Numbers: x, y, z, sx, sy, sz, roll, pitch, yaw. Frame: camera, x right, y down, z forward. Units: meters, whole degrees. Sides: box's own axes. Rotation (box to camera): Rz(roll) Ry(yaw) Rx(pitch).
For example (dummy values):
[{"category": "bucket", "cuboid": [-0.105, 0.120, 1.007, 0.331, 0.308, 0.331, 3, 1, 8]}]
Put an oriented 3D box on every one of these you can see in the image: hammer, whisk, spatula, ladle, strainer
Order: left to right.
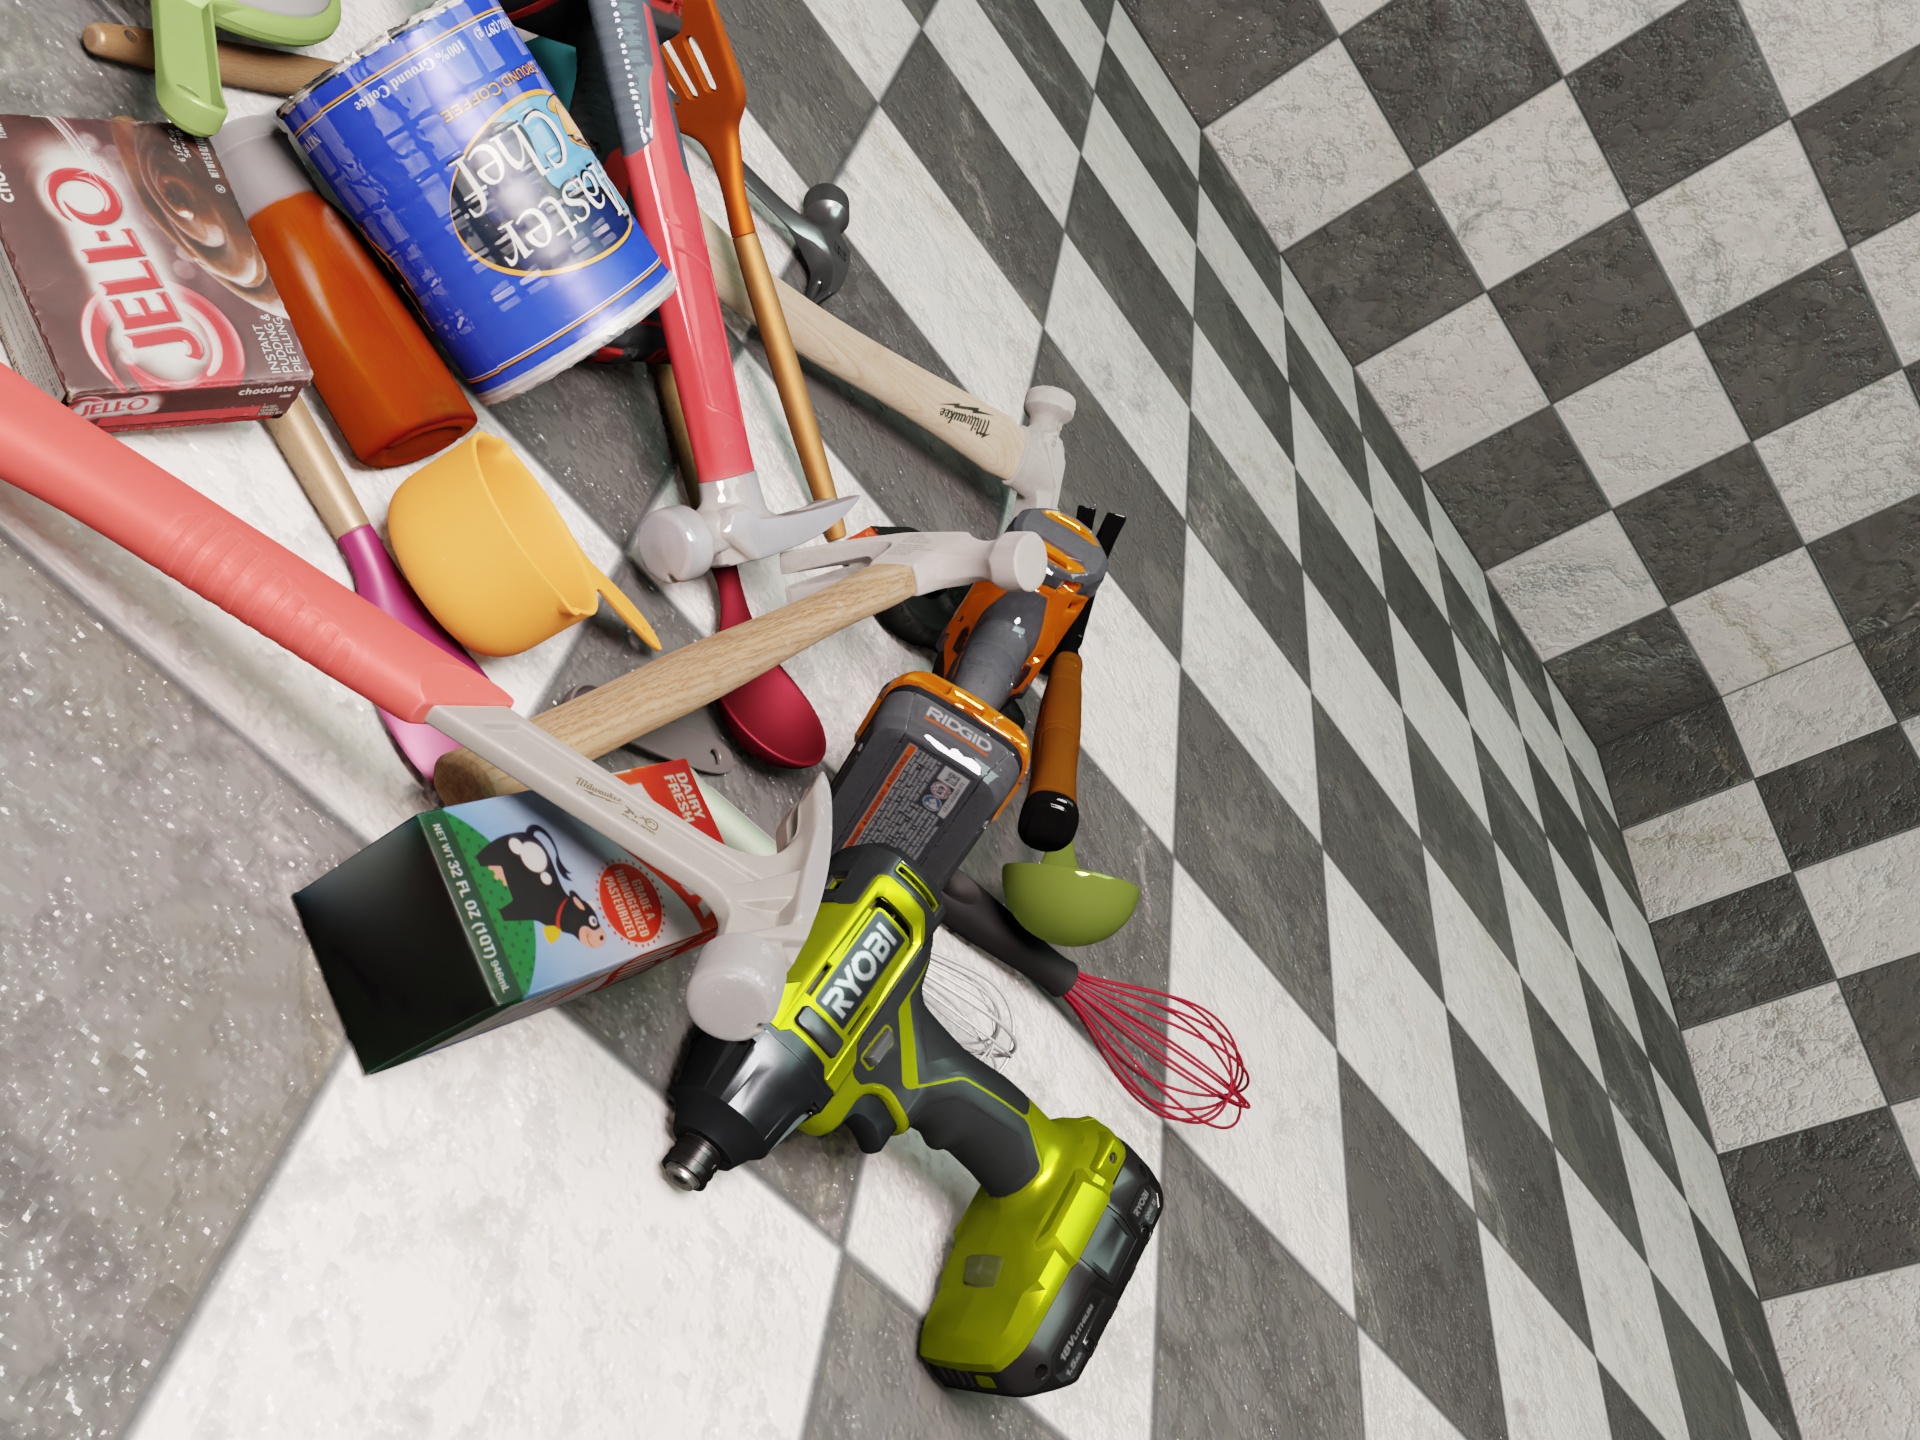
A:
[{"category": "strainer", "cuboid": [-0.307, -0.329, 0.649, 0.151, 0.069, 0.257, 20, 35, -43]}, {"category": "hammer", "cuboid": [-0.200, -0.028, 0.547, 0.359, 0.036, 0.149, 35, 23, -14]}, {"category": "spatula", "cuboid": [-0.279, -0.315, 0.777, 0.317, 0.044, 0.082, -30, 97, -62]}, {"category": "hammer", "cuboid": [-0.208, -0.413, 0.998, 0.405, 0.035, 0.144, 38, 35, -39]}, {"category": "hammer", "cuboid": [-0.139, -0.271, 0.787, 0.143, 0.038, 0.386, -29, 112, -52]}, {"category": "ladle", "cuboid": [-0.135, -0.110, 0.858, 0.069, 0.031, 0.316, 12, 53, -51]}, {"category": "hammer", "cuboid": [-0.100, -0.032, 0.726, 0.331, 0.130, 0.031, -32, 120, -49]}, {"category": "spatula", "cuboid": [-0.123, -0.257, 0.926, 0.041, 0.081, 0.322, -45, 122, -58]}, {"category": "whisk", "cuboid": [-0.057, 0.102, 0.782, 0.246, 0.058, 0.059, 44, 62, -24]}, {"category": "hammer", "cuboid": [-0.071, -0.230, 1.042, 0.410, 0.038, 0.146, 24, 72, -43]}, {"category": "ladle", "cuboid": [0.065, 0.040, 0.998, 0.078, 0.062, 0.320, 11, 27, -3]}, {"category": "hammer", "cuboid": [0.066, -0.024, 0.986, 0.034, 0.127, 0.337, 16, 26, -1]}, {"category": "whisk", "cuboid": [0.074, 0.163, 0.945, 0.295, 0.073, 0.073, 39, 35, -27]}]

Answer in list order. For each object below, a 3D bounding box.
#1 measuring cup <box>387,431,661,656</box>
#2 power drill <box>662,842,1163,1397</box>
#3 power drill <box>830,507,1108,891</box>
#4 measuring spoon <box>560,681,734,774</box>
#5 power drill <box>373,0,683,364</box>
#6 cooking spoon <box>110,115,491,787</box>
[{"category": "measuring cup", "cuboid": [-0.187, -0.056, 0.701, 0.095, 0.052, 0.173, 62, 3, 24]}, {"category": "power drill", "cuboid": [-0.021, 0.189, 0.709, 0.223, 0.080, 0.171, 50, 51, -17]}, {"category": "power drill", "cuboid": [-0.001, -0.003, 0.876, 0.084, 0.164, 0.227, 32, 40, -2]}, {"category": "measuring spoon", "cuboid": [-0.147, 0.010, 0.746, 0.124, 0.018, 0.034, 24, 53, -60]}, {"category": "power drill", "cuboid": [-0.209, -0.295, 0.791, 0.187, 0.080, 0.226, -6, 94, -53]}, {"category": "cooking spoon", "cuboid": [-0.258, -0.098, 0.641, 0.319, 0.017, 0.069, 61, 25, -4]}]
